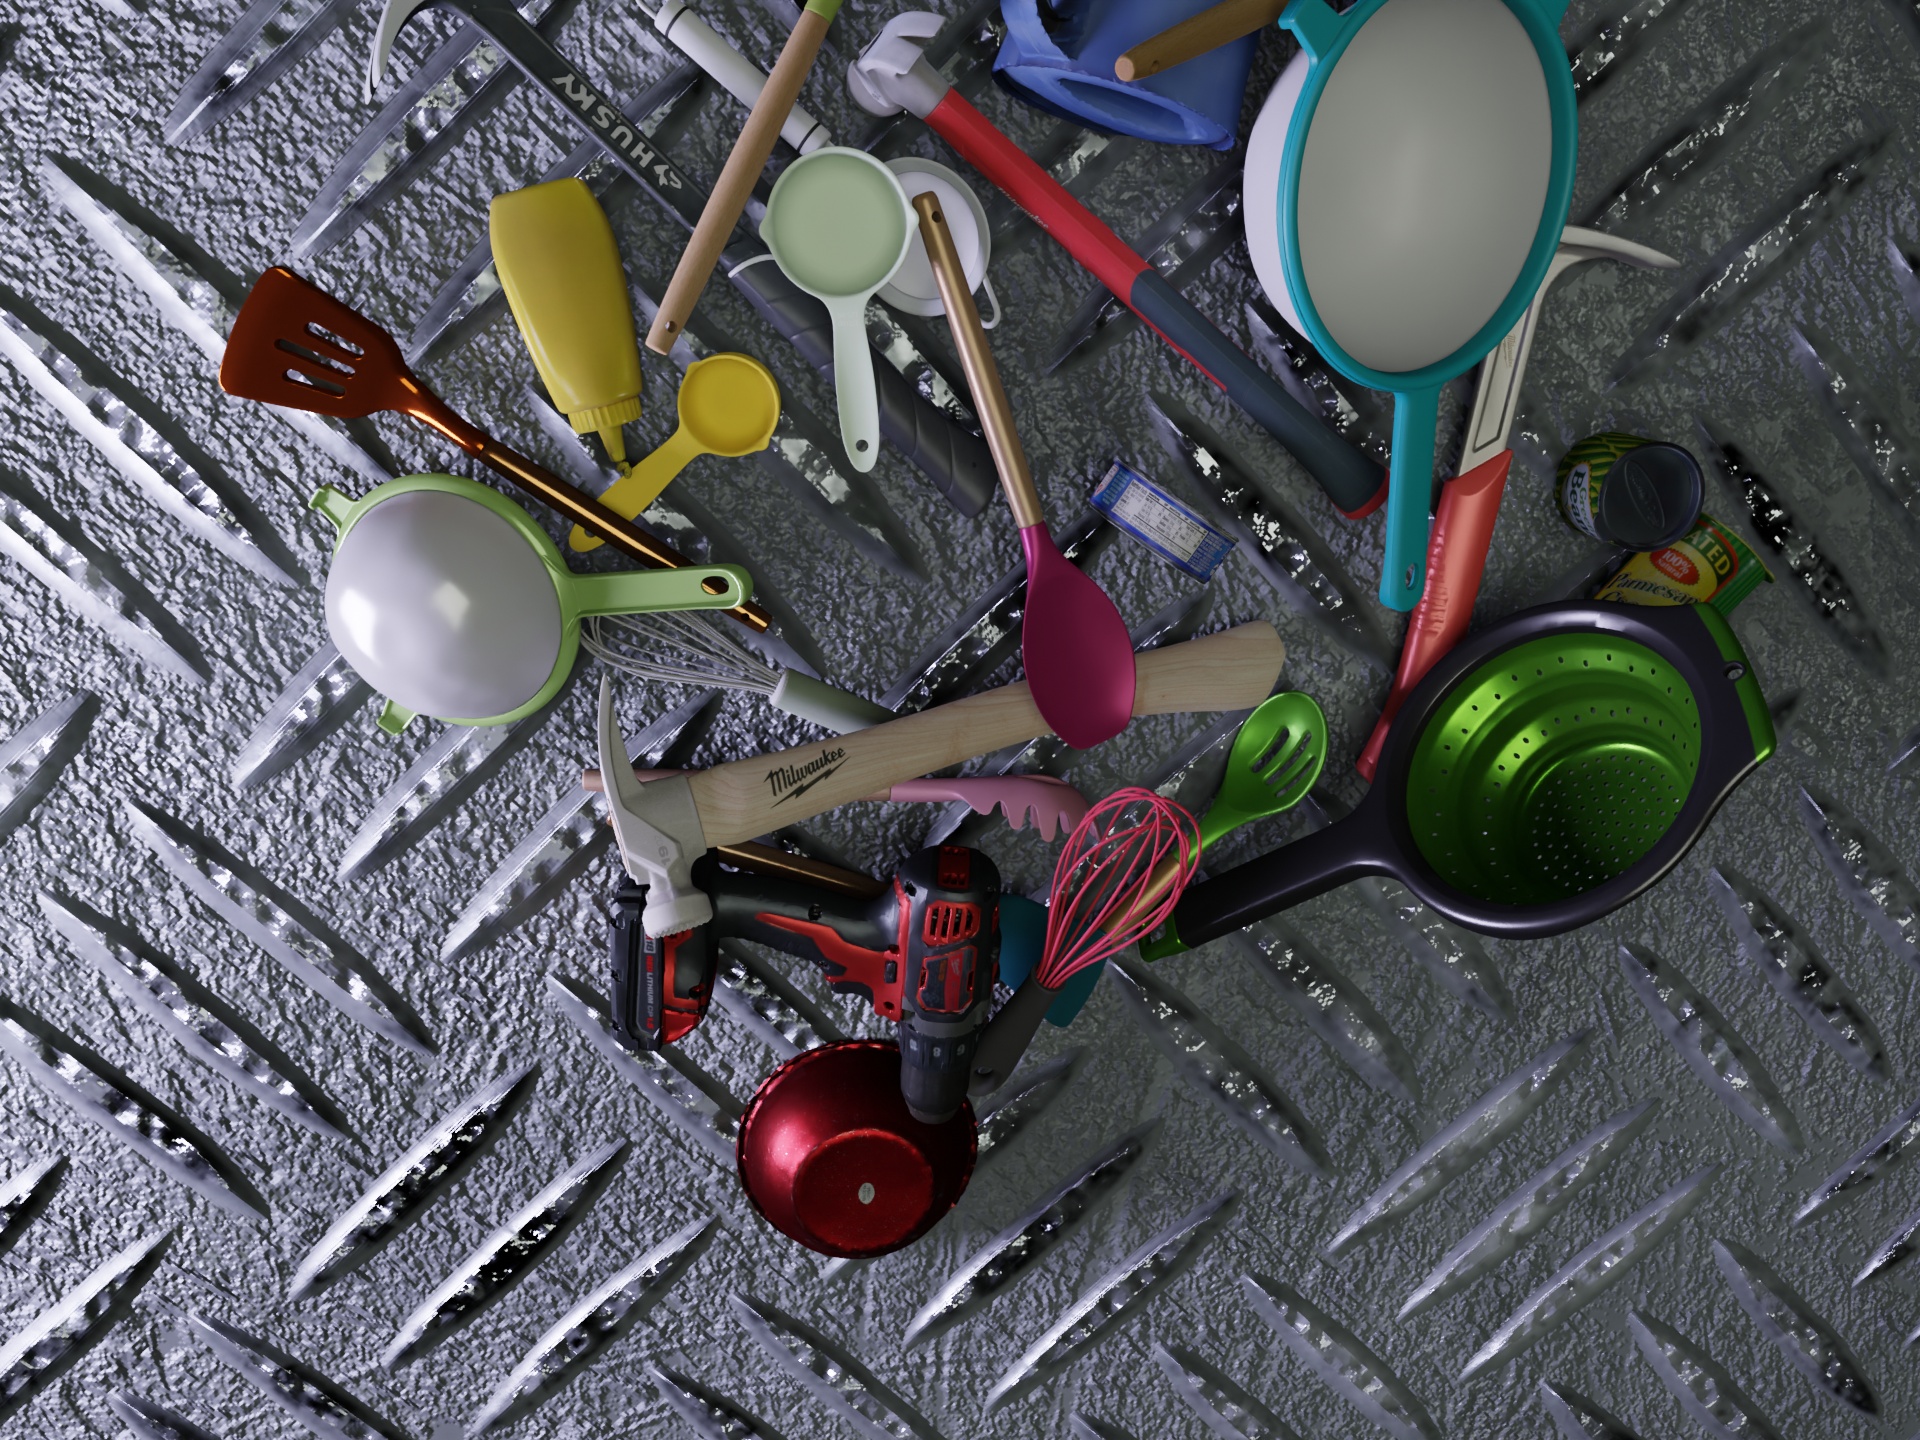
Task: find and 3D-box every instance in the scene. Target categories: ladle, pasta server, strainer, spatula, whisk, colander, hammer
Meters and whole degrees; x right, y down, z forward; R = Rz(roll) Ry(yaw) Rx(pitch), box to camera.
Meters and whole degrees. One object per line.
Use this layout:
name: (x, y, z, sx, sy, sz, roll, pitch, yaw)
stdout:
ladle: (-0.090, -0.336, 0.817, 0.078, 0.062, 0.320, 25, 93, -34)
pasta server: (-0.070, 0.049, 0.969, 0.316, 0.060, 0.040, 2, 94, -4)
strainer: (-0.240, -0.057, 0.858, 0.256, 0.069, 0.151, -2, 113, 16)
strainer: (-0.071, -0.310, 0.864, 0.258, 0.050, 0.087, 39, 130, -10)
spatula: (-0.247, -0.135, 0.886, 0.322, 0.041, 0.081, 32, 114, -11)
whisk: (0.060, 0.141, 0.946, 0.073, 0.073, 0.295, 18, 131, -12)
spatula: (-0.065, 0.109, 0.985, 0.317, 0.044, 0.082, 18, 121, -10)
colander: (0.287, 0.075, 0.949, 0.397, 0.205, 0.094, -29, 135, 30)
hammer: (0.103, -0.235, 0.866, 0.386, 0.143, 0.038, 36, 95, -20)
hammer: (-0.128, -0.255, 0.854, 0.408, 0.036, 0.149, 42, 66, -21)
strainer: (0.225, -0.229, 0.871, 0.211, 0.095, 0.340, -18, 119, -27)
hammer: (-0.001, -0.003, 0.924, 0.410, 0.038, 0.146, -16, 81, -16)
whisk: (-0.115, -0.023, 0.944, 0.246, 0.058, 0.059, 23, 137, -16)
ladle: (0.166, -0.360, 0.789, 0.031, 0.315, 0.069, 33, 138, 21)
hammer: (0.315, -0.117, 0.967, 0.149, 0.037, 0.359, 8, 105, -4)

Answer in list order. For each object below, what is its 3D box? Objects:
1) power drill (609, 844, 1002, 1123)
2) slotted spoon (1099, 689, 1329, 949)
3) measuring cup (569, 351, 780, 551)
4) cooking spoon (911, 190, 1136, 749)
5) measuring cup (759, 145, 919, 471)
power drill: (-0.090, 0.158, 0.960, 0.226, 0.080, 0.187, 4, 117, -1)
slotted spoon: (0.121, 0.105, 1.009, 0.313, 0.070, 0.031, -47, 135, 13)
measuring cup: (-0.166, -0.151, 0.912, 0.156, 0.029, 0.062, -38, 106, 17)
cooking spoon: (0.031, -0.133, 0.880, 0.069, 0.017, 0.318, -24, 106, -17)
measuring cup: (-0.059, -0.219, 0.852, 0.083, 0.038, 0.167, -5, 109, 0)
